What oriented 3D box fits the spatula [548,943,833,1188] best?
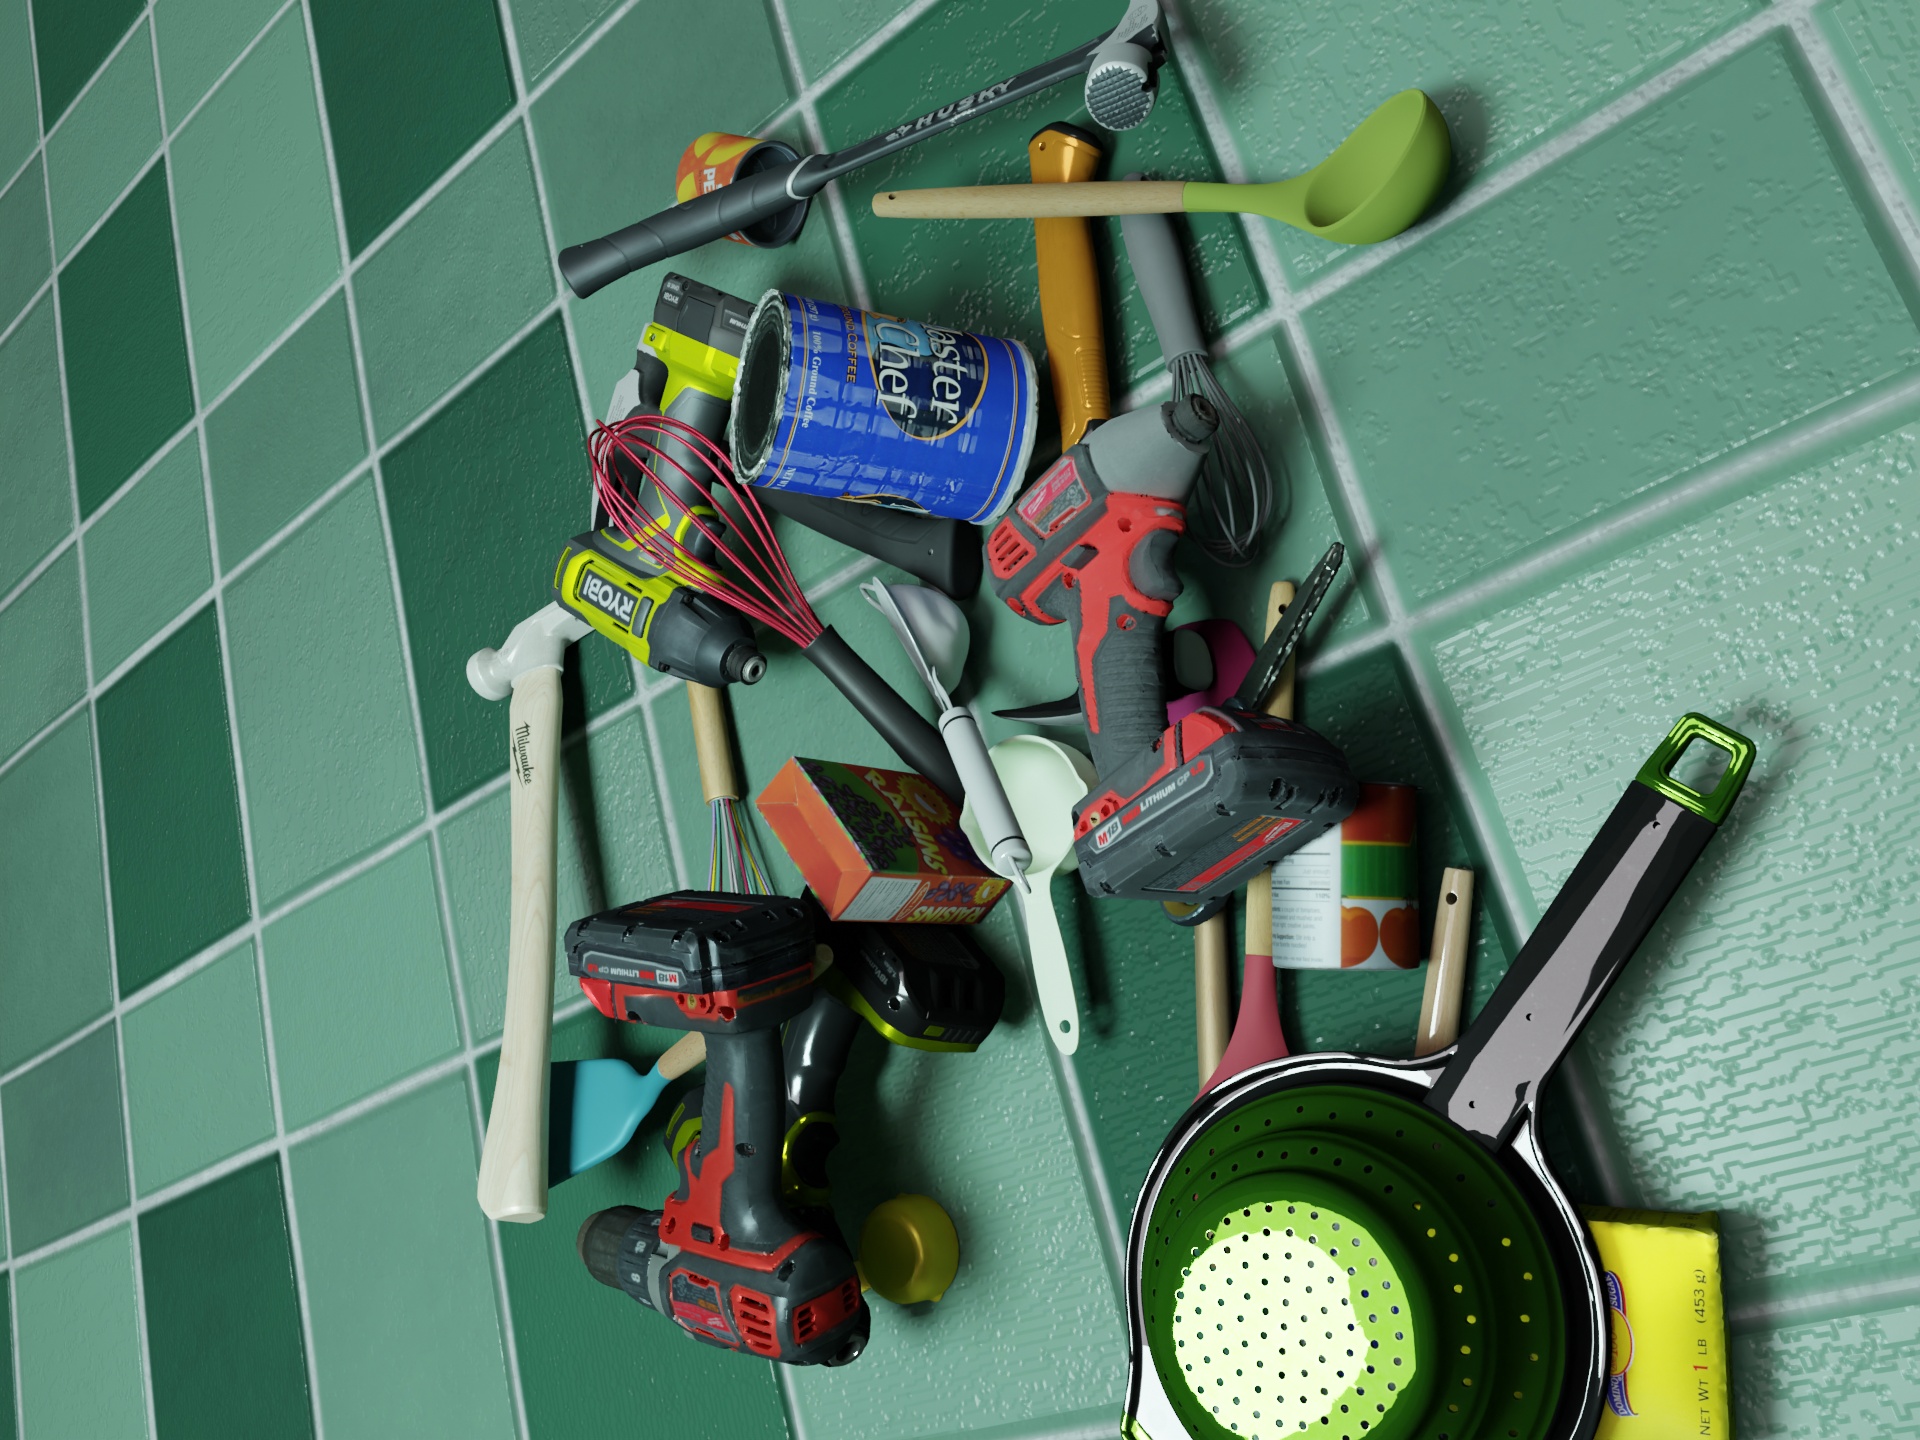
[{"bbox_3d":[-0.164,0.189,0.904,0.317,0.044,0.082,-40,44,43],"label":"spatula"}]

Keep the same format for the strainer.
[{"bbox_3d":[-0.001,-0.003,0.843,0.050,0.086,0.259,-24,45,1],"label":"strainer"}]

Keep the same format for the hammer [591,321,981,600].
[{"bbox_3d":[-0.116,-0.141,0.997,0.335,0.035,0.146,27,100,36],"label":"hammer"}]

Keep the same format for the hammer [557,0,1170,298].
[{"bbox_3d":[-0.070,-0.321,0.908,0.409,0.036,0.149,-12,42,28],"label":"hammer"}]

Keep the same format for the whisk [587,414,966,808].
[{"bbox_3d":[-0.093,-0.059,0.877,0.296,0.073,0.073,46,116,-5],"label":"whisk"}]

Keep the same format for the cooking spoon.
[{"bbox_3d":[0.125,0.106,0.790,0.069,0.017,0.319,-8,78,37],"label":"cooking spoon"}]

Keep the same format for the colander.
[{"bbox_3d":[0.185,0.165,0.621,0.205,0.094,0.397,34,96,31],"label":"colander"}]

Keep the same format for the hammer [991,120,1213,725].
[{"bbox_3d":[0.061,-0.165,0.860,0.127,0.034,0.337,-16,72,42],"label":"hammer"}]

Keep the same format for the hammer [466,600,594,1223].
[{"bbox_3d":[-0.271,0.109,1.029,0.146,0.038,0.411,-25,58,32],"label":"hammer"}]

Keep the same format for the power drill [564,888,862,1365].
[{"bbox_3d":[-0.141,0.206,0.817,0.188,0.080,0.226,-2,97,41],"label":"power drill"}]

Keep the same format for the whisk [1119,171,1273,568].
[{"bbox_3d":[0.114,-0.186,0.820,0.055,0.055,0.239,-26,65,32],"label":"whisk"}]

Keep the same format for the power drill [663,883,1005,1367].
[{"bbox_3d":[-0.069,0.212,0.872,0.191,0.080,0.228,43,111,47],"label":"power drill"}]

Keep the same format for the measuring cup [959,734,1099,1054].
[{"bbox_3d":[0.050,0.090,0.838,0.083,0.038,0.168,-19,75,34],"label":"measuring cup"}]

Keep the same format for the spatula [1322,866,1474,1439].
[{"bbox_3d":[0.202,0.223,0.716,0.060,0.018,0.316,8,90,36],"label":"spatula"}]

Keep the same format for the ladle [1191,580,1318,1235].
[{"bbox_3d":[0.148,0.087,0.765,0.069,0.031,0.315,4,81,3],"label":"ladle"}]

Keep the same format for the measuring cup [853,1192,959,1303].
[{"bbox_3d":[-0.067,0.318,0.900,0.156,0.029,0.062,-35,65,26],"label":"measuring cup"}]

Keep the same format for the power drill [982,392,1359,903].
[{"bbox_3d":[0.090,-0.038,0.731,0.143,0.078,0.220,-41,53,40],"label":"power drill"}]

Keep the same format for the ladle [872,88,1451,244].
[{"bbox_3d":[0.088,-0.277,0.813,0.320,0.062,0.078,8,63,28],"label":"ladle"}]

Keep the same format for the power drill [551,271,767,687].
[{"bbox_3d":[-0.150,-0.139,0.955,0.171,0.080,0.223,29,104,34],"label":"power drill"}]

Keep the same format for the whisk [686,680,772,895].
[{"bbox_3d":[-0.149,0.072,0.990,0.047,0.051,0.245,-28,65,37],"label":"whisk"}]
